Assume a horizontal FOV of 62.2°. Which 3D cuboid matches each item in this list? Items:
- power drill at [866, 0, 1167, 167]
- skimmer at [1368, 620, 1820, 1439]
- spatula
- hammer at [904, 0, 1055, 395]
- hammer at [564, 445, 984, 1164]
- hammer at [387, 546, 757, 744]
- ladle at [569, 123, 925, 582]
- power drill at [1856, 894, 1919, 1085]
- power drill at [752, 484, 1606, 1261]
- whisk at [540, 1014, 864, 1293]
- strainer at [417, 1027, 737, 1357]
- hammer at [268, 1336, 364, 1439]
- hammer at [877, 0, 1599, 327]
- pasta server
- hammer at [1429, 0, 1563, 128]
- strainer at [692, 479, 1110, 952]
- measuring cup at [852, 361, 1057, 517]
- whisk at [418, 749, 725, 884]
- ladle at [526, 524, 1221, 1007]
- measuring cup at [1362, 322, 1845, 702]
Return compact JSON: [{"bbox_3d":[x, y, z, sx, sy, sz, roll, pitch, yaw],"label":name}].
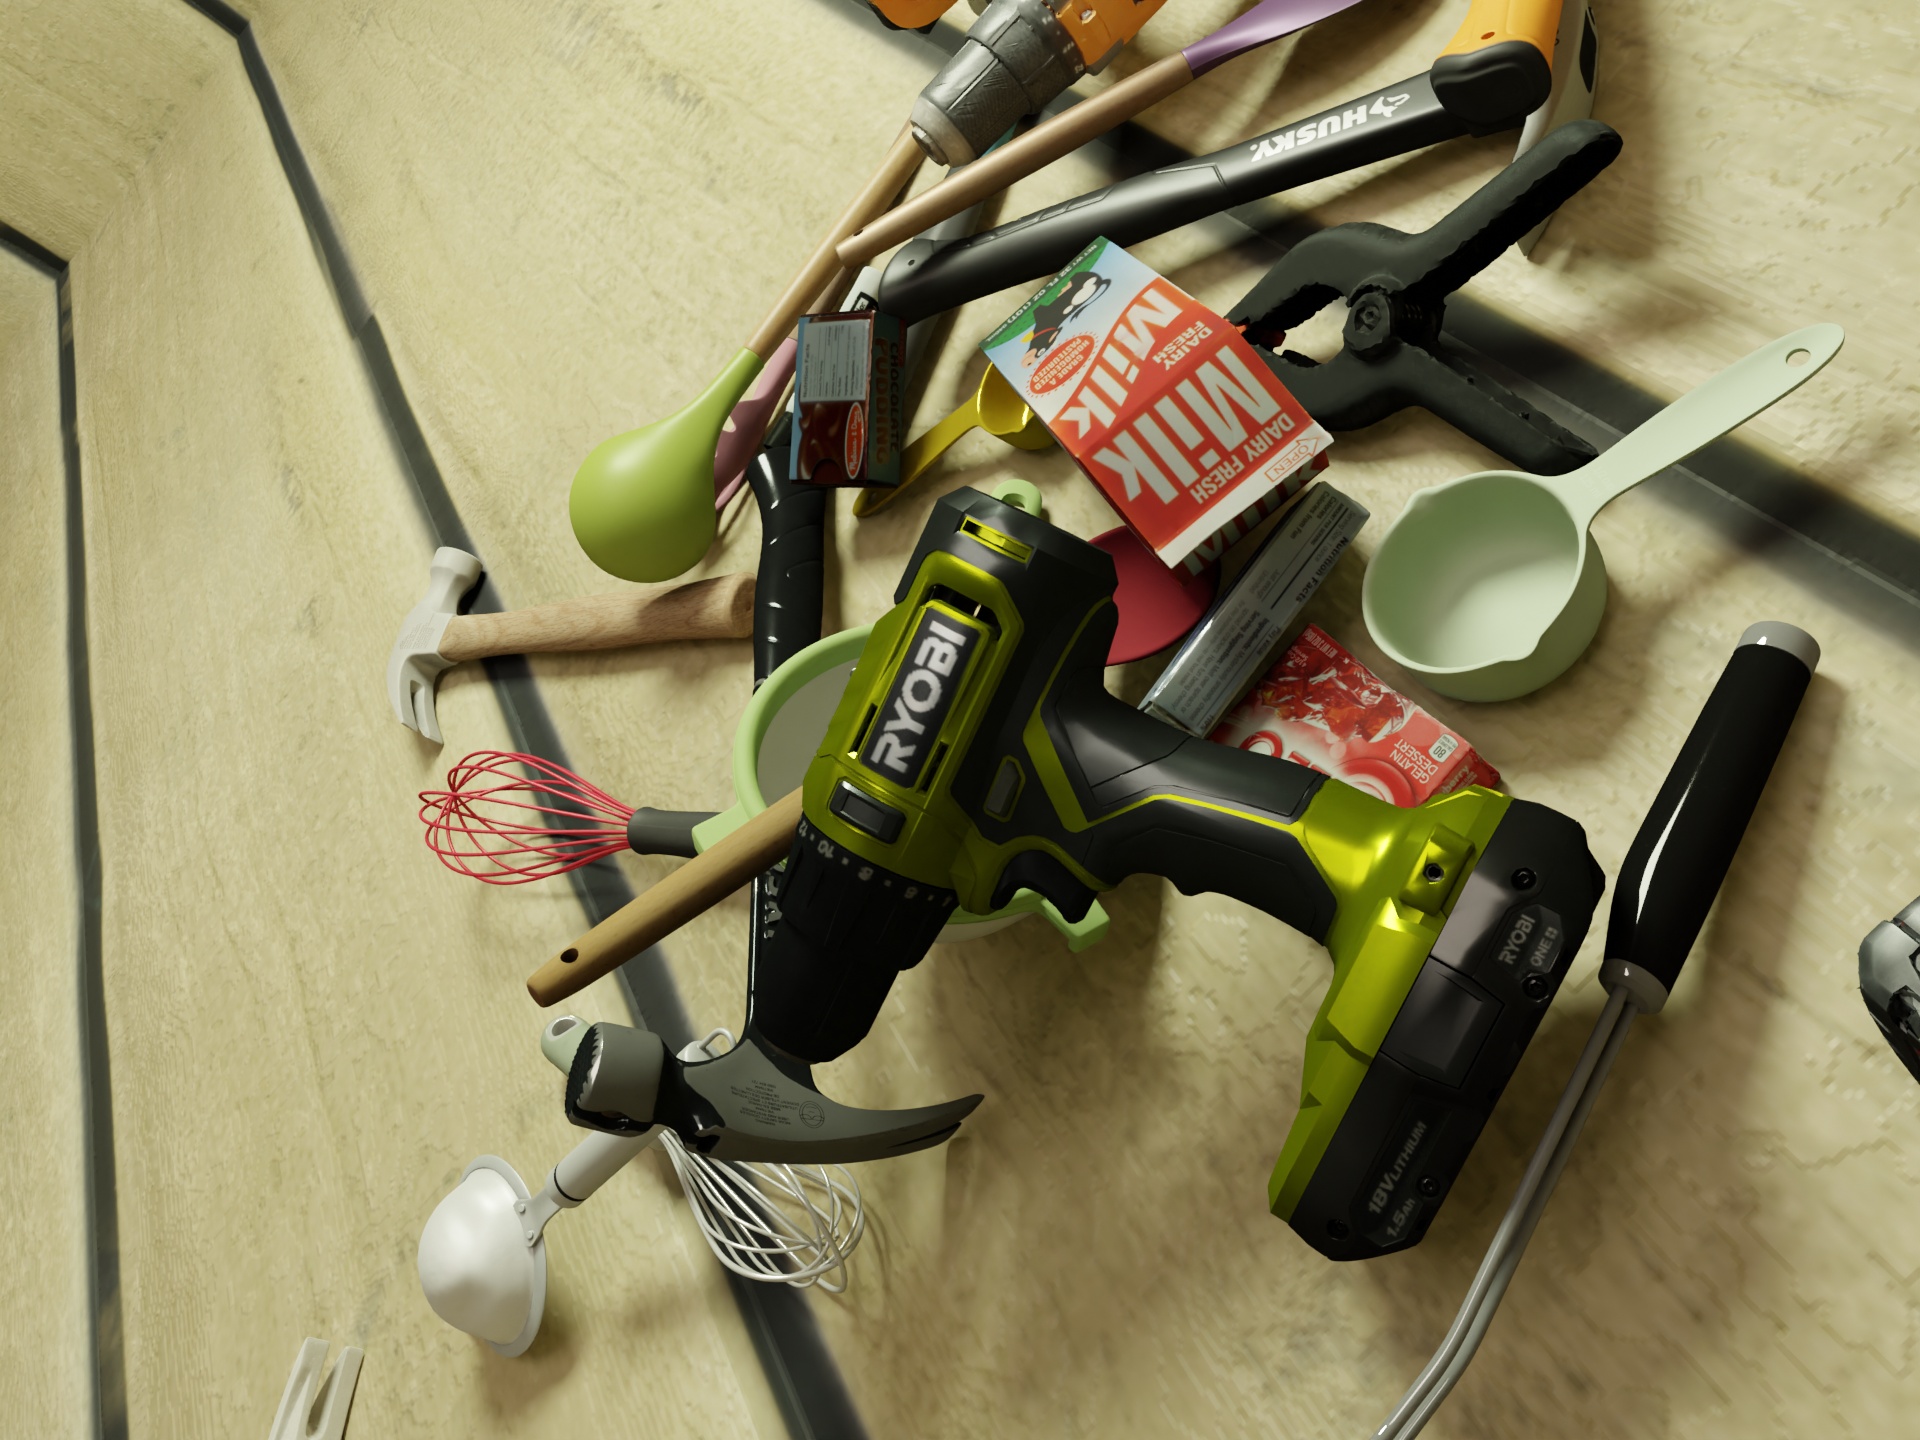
[{"bbox_3d":[0.012,-0.381,0.814,0.185,0.084,0.226,-45,46,4],"label":"power drill"},{"bbox_3d":[0.175,0.129,0.400,0.090,0.127,0.363,17,66,40],"label":"skimmer"},{"bbox_3d":[0.082,-0.290,0.737,0.316,0.018,0.060,-26,37,9],"label":"spatula"},{"bbox_3d":[0.001,-0.283,0.852,0.128,0.033,0.331,8,71,46],"label":"hammer"},{"bbox_3d":[-0.072,0.008,0.691,0.036,0.149,0.409,-55,26,37],"label":"hammer"},{"bbox_3d":[-0.233,-0.052,0.922,0.331,0.031,0.130,-2,64,41],"label":"hammer"},{"bbox_3d":[-0.094,-0.209,0.840,0.320,0.078,0.062,-55,4,-9],"label":"ladle"},{"bbox_3d":[0.318,0.025,0.341,0.219,0.078,0.143,-43,44,9],"label":"power drill"},{"bbox_3d":[0.051,0.058,0.481,0.229,0.080,0.190,28,99,20],"label":"power drill"},{"bbox_3d":[-0.119,0.174,0.672,0.058,0.059,0.246,-31,28,-29],"label":"whisk"},{"bbox_3d":[-0.168,0.194,0.658,0.258,0.050,0.087,-44,60,30],"label":"strainer"},{"bbox_3d":[-0.155,0.310,0.623,0.410,0.038,0.146,-19,52,33],"label":"hammer"},{"bbox_3d":[0.105,-0.231,0.702,0.335,0.035,0.146,-10,59,32],"label":"hammer"},{"bbox_3d":[-0.088,-0.239,0.902,0.316,0.040,0.060,-62,4,-10],"label":"pasta server"},{"bbox_3d":[0.238,-0.358,0.640,0.127,0.034,0.337,-9,51,36],"label":"hammer"},{"bbox_3d":[-0.001,-0.002,0.654,0.151,0.069,0.257,11,45,6],"label":"strainer"},{"bbox_3d":[0.004,-0.134,0.769,0.156,0.029,0.062,-30,49,41],"label":"measuring cup"},{"bbox_3d":[-0.168,0.053,0.780,0.296,0.073,0.073,2,66,37],"label":"whisk"},{"bbox_3d":[-0.019,0.010,0.574,0.315,0.031,0.069,-34,47,-29],"label":"ladle"},{"bbox_3d":[0.213,-0.067,0.521,0.167,0.038,0.083,-35,46,18],"label":"measuring cup"}]
